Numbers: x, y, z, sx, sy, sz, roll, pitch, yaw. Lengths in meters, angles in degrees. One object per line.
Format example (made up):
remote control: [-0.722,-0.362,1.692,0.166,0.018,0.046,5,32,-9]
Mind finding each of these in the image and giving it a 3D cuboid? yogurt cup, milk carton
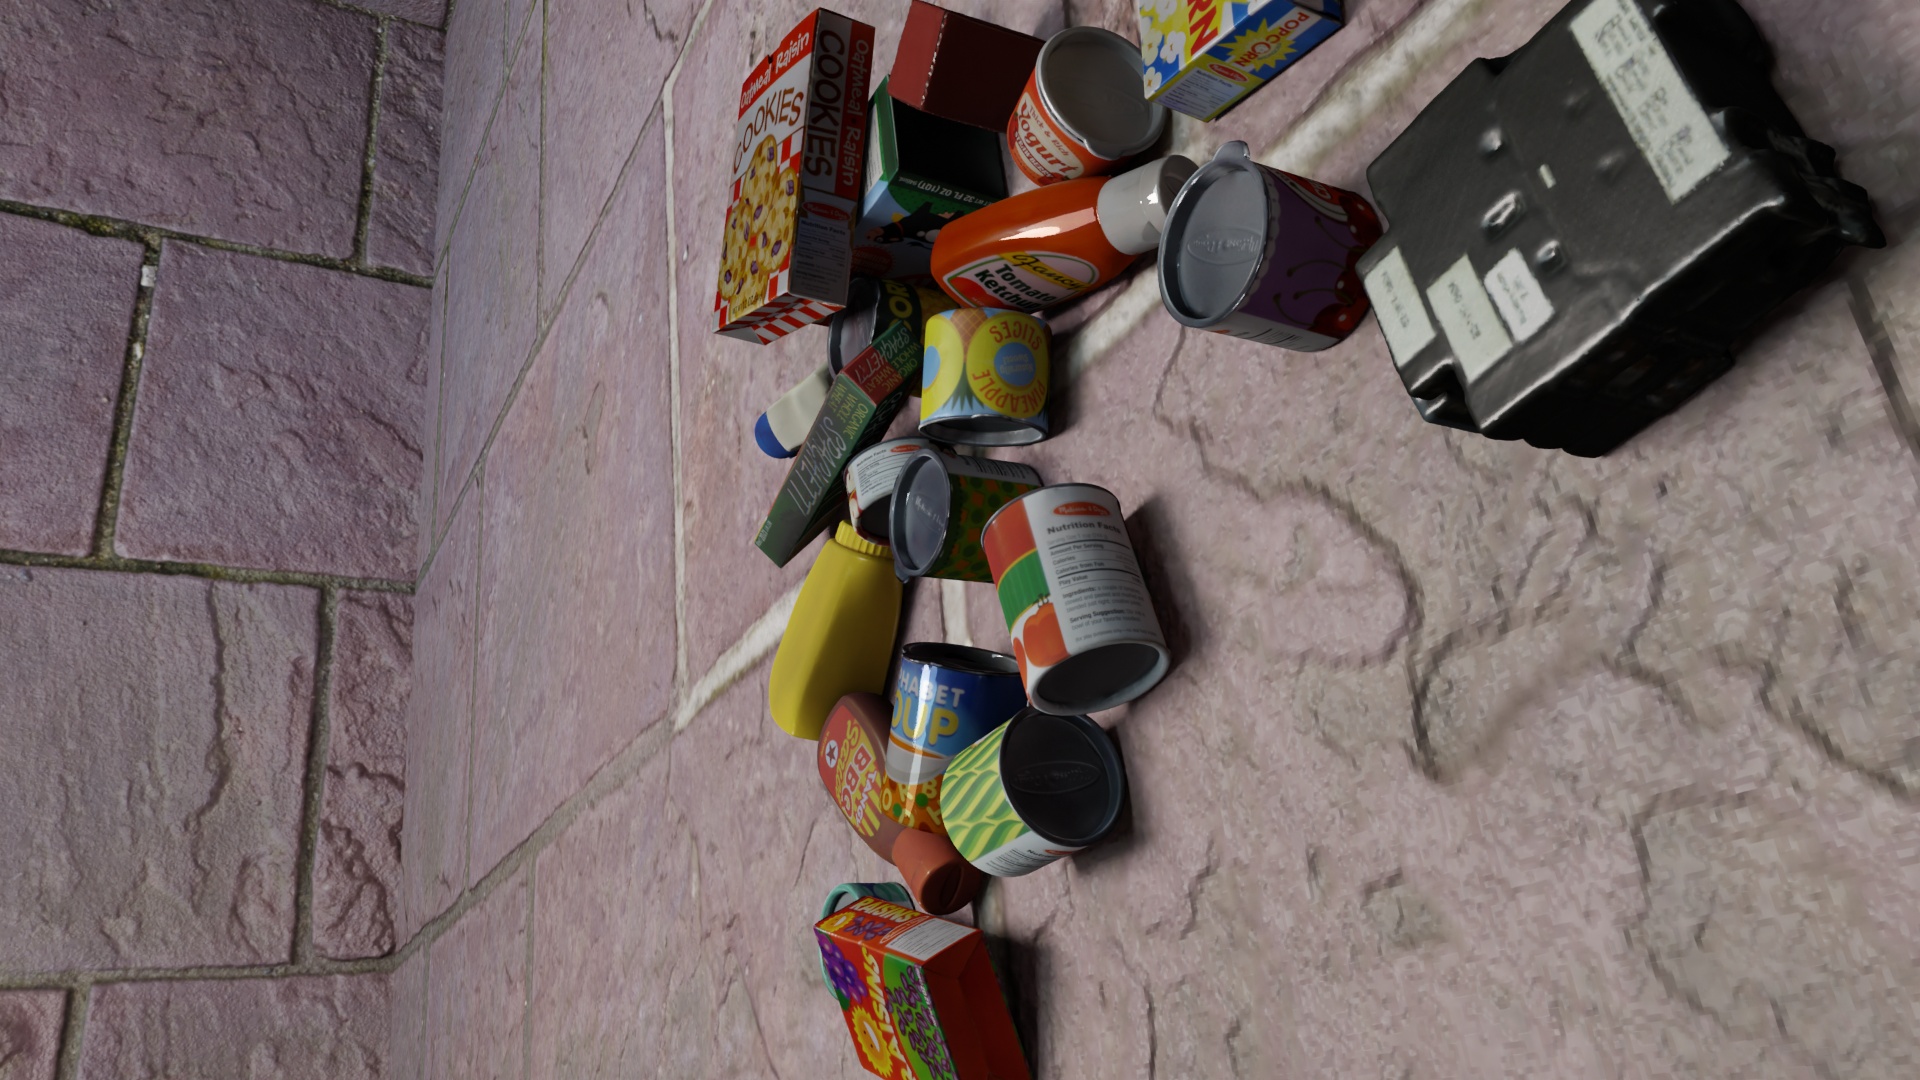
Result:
yogurt cup: [0.057,-0.202,0.666,0.053,0.072,0.072,142,129,-62]
milk carton: [-0.053,-0.186,0.849,0.189,0.072,0.074,-41,49,49]

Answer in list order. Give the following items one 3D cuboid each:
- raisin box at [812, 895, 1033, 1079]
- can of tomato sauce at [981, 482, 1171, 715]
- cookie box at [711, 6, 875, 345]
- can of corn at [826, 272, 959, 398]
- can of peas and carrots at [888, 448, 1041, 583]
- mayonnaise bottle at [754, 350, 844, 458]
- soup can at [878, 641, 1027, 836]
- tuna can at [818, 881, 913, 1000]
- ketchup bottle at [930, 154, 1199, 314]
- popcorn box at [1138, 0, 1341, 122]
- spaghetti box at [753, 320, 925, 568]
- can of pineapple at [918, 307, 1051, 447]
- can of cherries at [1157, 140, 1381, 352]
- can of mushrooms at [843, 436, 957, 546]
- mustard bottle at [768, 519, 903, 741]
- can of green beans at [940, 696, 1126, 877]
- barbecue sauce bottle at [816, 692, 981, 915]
raisin box: [-0.021,0.232,0.698,0.123,0.040,0.086,-10,100,59]
can of tomato sauce: [0.051,0.028,0.620,0.070,0.071,0.083,-52,42,42]
cookie box: [-0.101,-0.211,0.822,0.123,0.040,0.167,-8,75,60]
can of corn: [-0.038,-0.121,0.820,0.071,0.058,0.071,-22,65,58]
can of peas and carrots: [0.003,-0.009,0.721,0.071,0.059,0.071,-19,68,59]
mayonnaise bottle: [-0.094,-0.087,0.910,0.041,0.065,0.147,62,151,-5]
soup can: [-0.005,0.098,0.696,0.071,0.071,0.083,18,100,60]
tuna can: [-0.055,0.229,0.794,0.071,0.033,0.071,-21,65,57]
ketchup bottle: [0.053,-0.145,0.665,0.148,0.064,0.043,-9,62,51]
popcorn box: [0.116,-0.260,0.599,0.085,0.038,0.127,-25,62,55]
spaghetti box: [-0.076,-0.049,0.827,0.028,0.050,0.249,44,151,2]
can of pineapple: [0.014,-0.083,0.710,0.071,0.071,0.058,-11,74,60]
can of cherries: [0.120,-0.112,0.537,0.071,0.058,0.071,-23,63,58]
can of mushrooms: [-0.030,-0.025,0.778,0.070,0.071,0.033,-49,45,45]
mustard bottle: [-0.066,0.040,0.832,0.049,0.065,0.160,27,102,54]
can of green beans: [0.032,0.114,0.632,0.057,0.071,0.071,-42,48,50]
barbecue sauce bottle: [-0.034,0.146,0.766,0.149,0.044,0.064,45,123,54]
